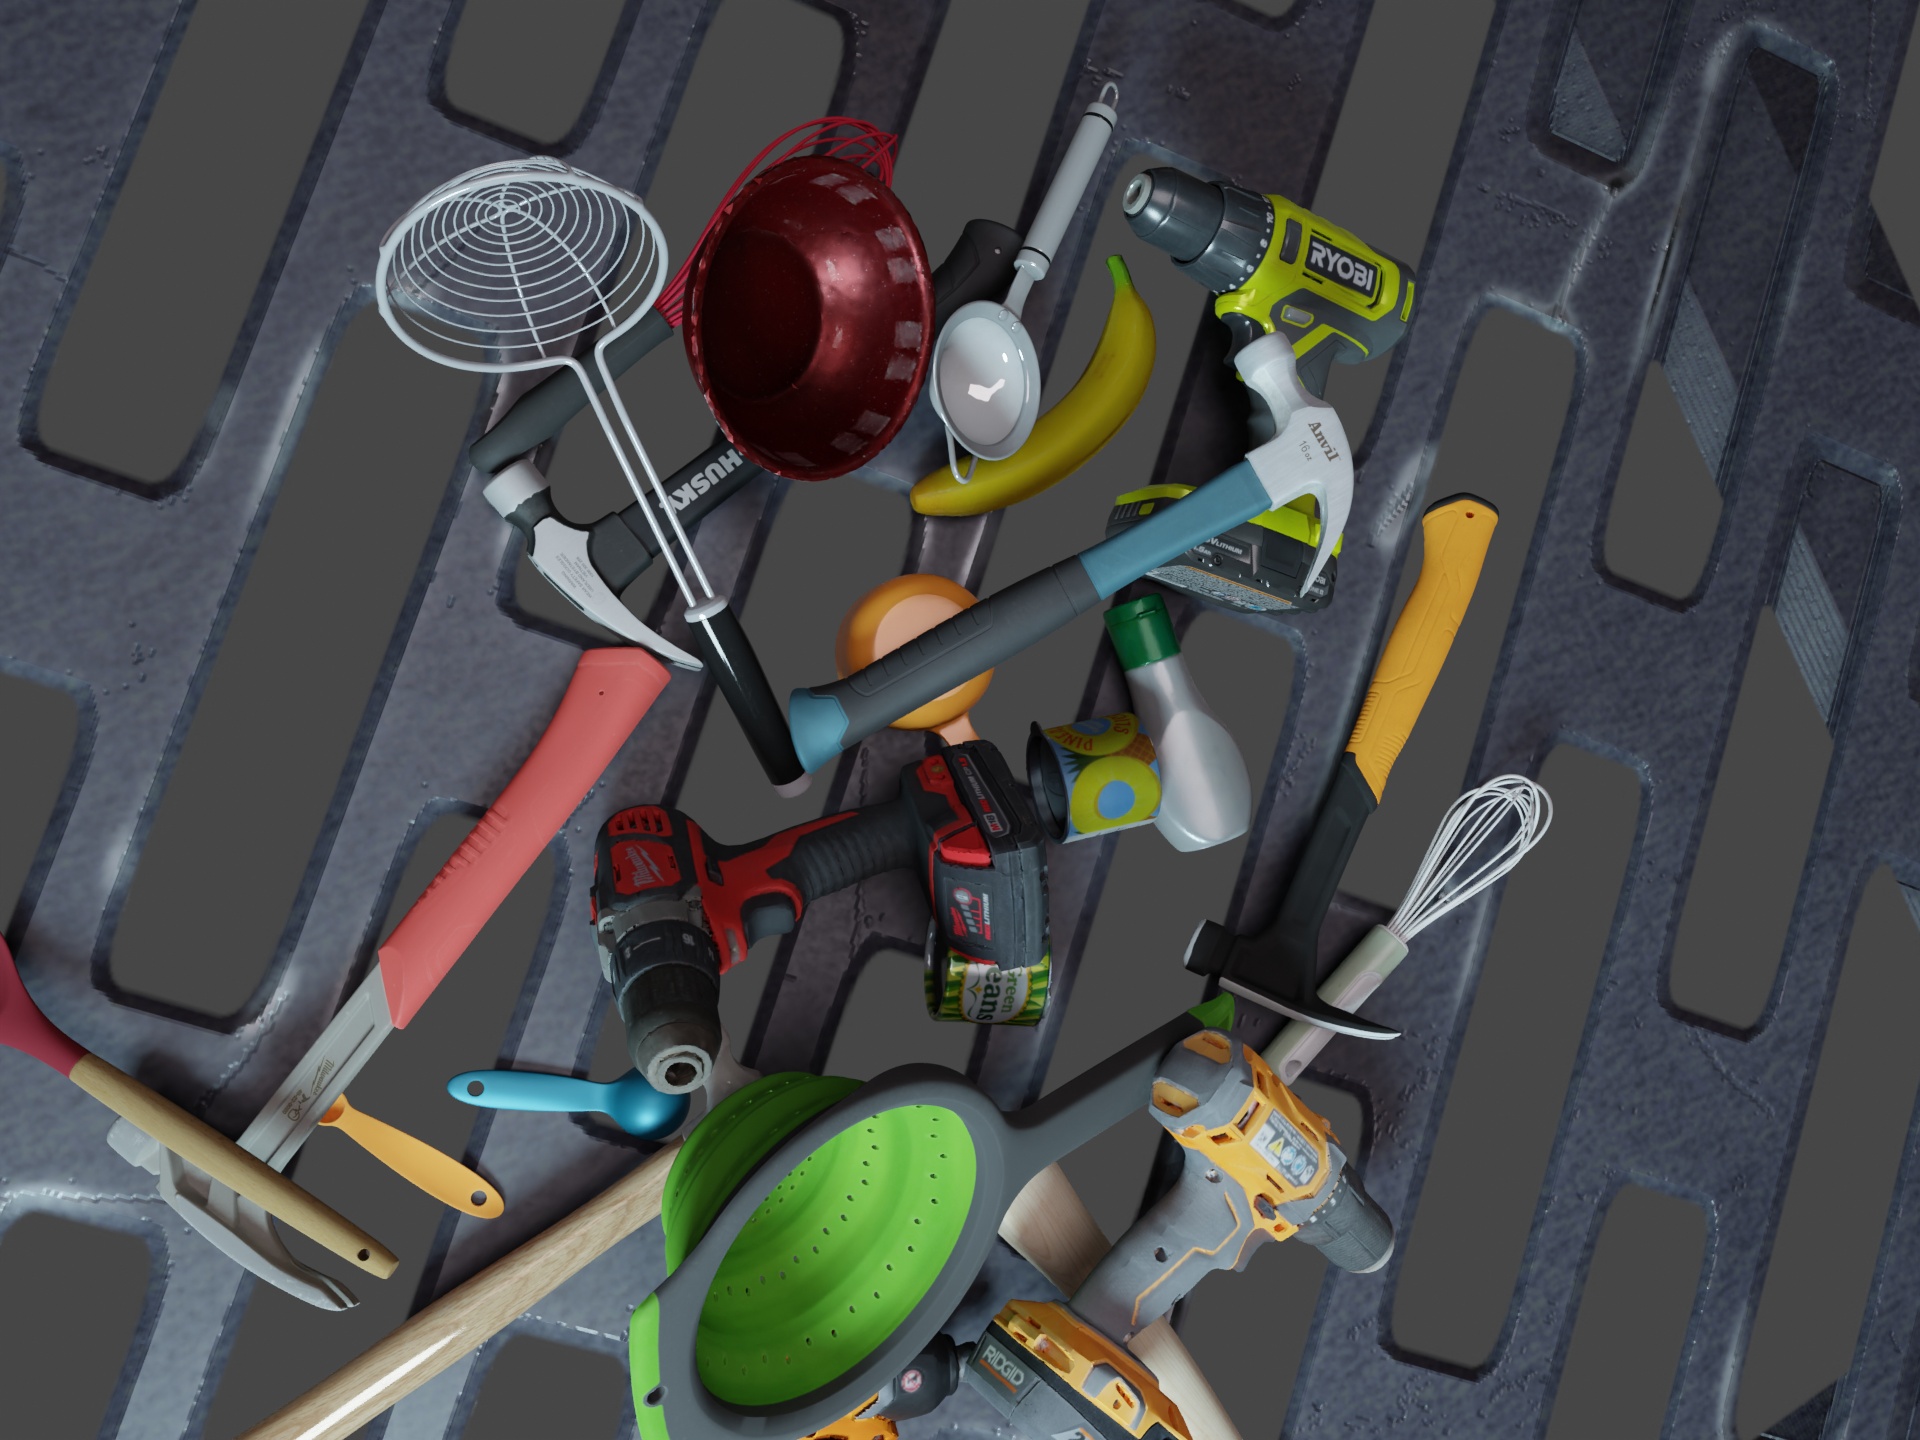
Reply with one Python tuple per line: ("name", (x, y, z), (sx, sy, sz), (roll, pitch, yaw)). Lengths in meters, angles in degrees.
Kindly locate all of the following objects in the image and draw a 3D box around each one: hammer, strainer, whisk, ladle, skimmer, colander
("hammer", (0.149, 0.407, 0.913), (0.146, 0.038, 0.410), (-34, 95, -14))
("hammer", (-0.086, -0.169, 0.889), (0.335, 0.035, 0.146), (-40, 95, -12))
("strainer", (0.036, -0.247, 0.888), (0.086, 0.050, 0.258), (34, 76, -43))
("hammer", (-0.232, 0.295, 0.825), (0.331, 0.031, 0.130), (-34, 108, -9))
("whisk", (-0.149, -0.232, 0.867), (0.296, 0.073, 0.073), (-40, 96, -7))
("ladle", (-0.405, 0.180, 0.771), (0.315, 0.031, 0.069), (32, 81, 4))
("hammer", (-0.263, 0.114, 0.822), (0.149, 0.036, 0.359), (35, 78, 5))
("skimmer", (-0.149, -0.093, 0.769), (0.127, 0.090, 0.363), (-21, 120, 2))
("hammer", (0.054, -0.070, 0.835), (0.331, 0.033, 0.128), (-29, 83, 2))
("hammer", (0.253, 0.018, 0.943), (0.127, 0.034, 0.337), (22, 78, 13))
("whisk", (0.264, 0.125, 0.950), (0.246, 0.059, 0.057), (-46, 125, -7))
("colander", (-0.017, 0.217, 0.830), (0.397, 0.095, 0.204), (-22, 127, -35))

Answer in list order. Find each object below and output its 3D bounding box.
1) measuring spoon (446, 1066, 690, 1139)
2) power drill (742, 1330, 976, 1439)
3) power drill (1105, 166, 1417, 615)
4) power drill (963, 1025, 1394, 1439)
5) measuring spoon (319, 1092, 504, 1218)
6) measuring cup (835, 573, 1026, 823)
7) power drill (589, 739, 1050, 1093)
("measuring spoon", (-0.208, 0.201, 0.848), (0.128, 0.021, 0.042), (8, 85, -14))
("power drill", (-0.065, 0.431, 0.842), (0.164, 0.084, 0.226), (0, 83, -13))
("power drill", (0.159, -0.189, 0.909), (0.190, 0.080, 0.228), (16, 83, -28))
("power drill", (0.130, 0.304, 0.853), (0.185, 0.084, 0.226), (46, 73, -25))
("measuring spoon", (-0.290, 0.228, 0.836), (0.117, 0.011, 0.021), (37, 79, -12))
("measuring cup", (-0.001, -0.003, 0.890), (0.095, 0.052, 0.173), (-32, 92, -13))
("power drill", (-0.071, 0.097, 0.801), (0.226, 0.188, 0.080), (-10, 122, -11))
